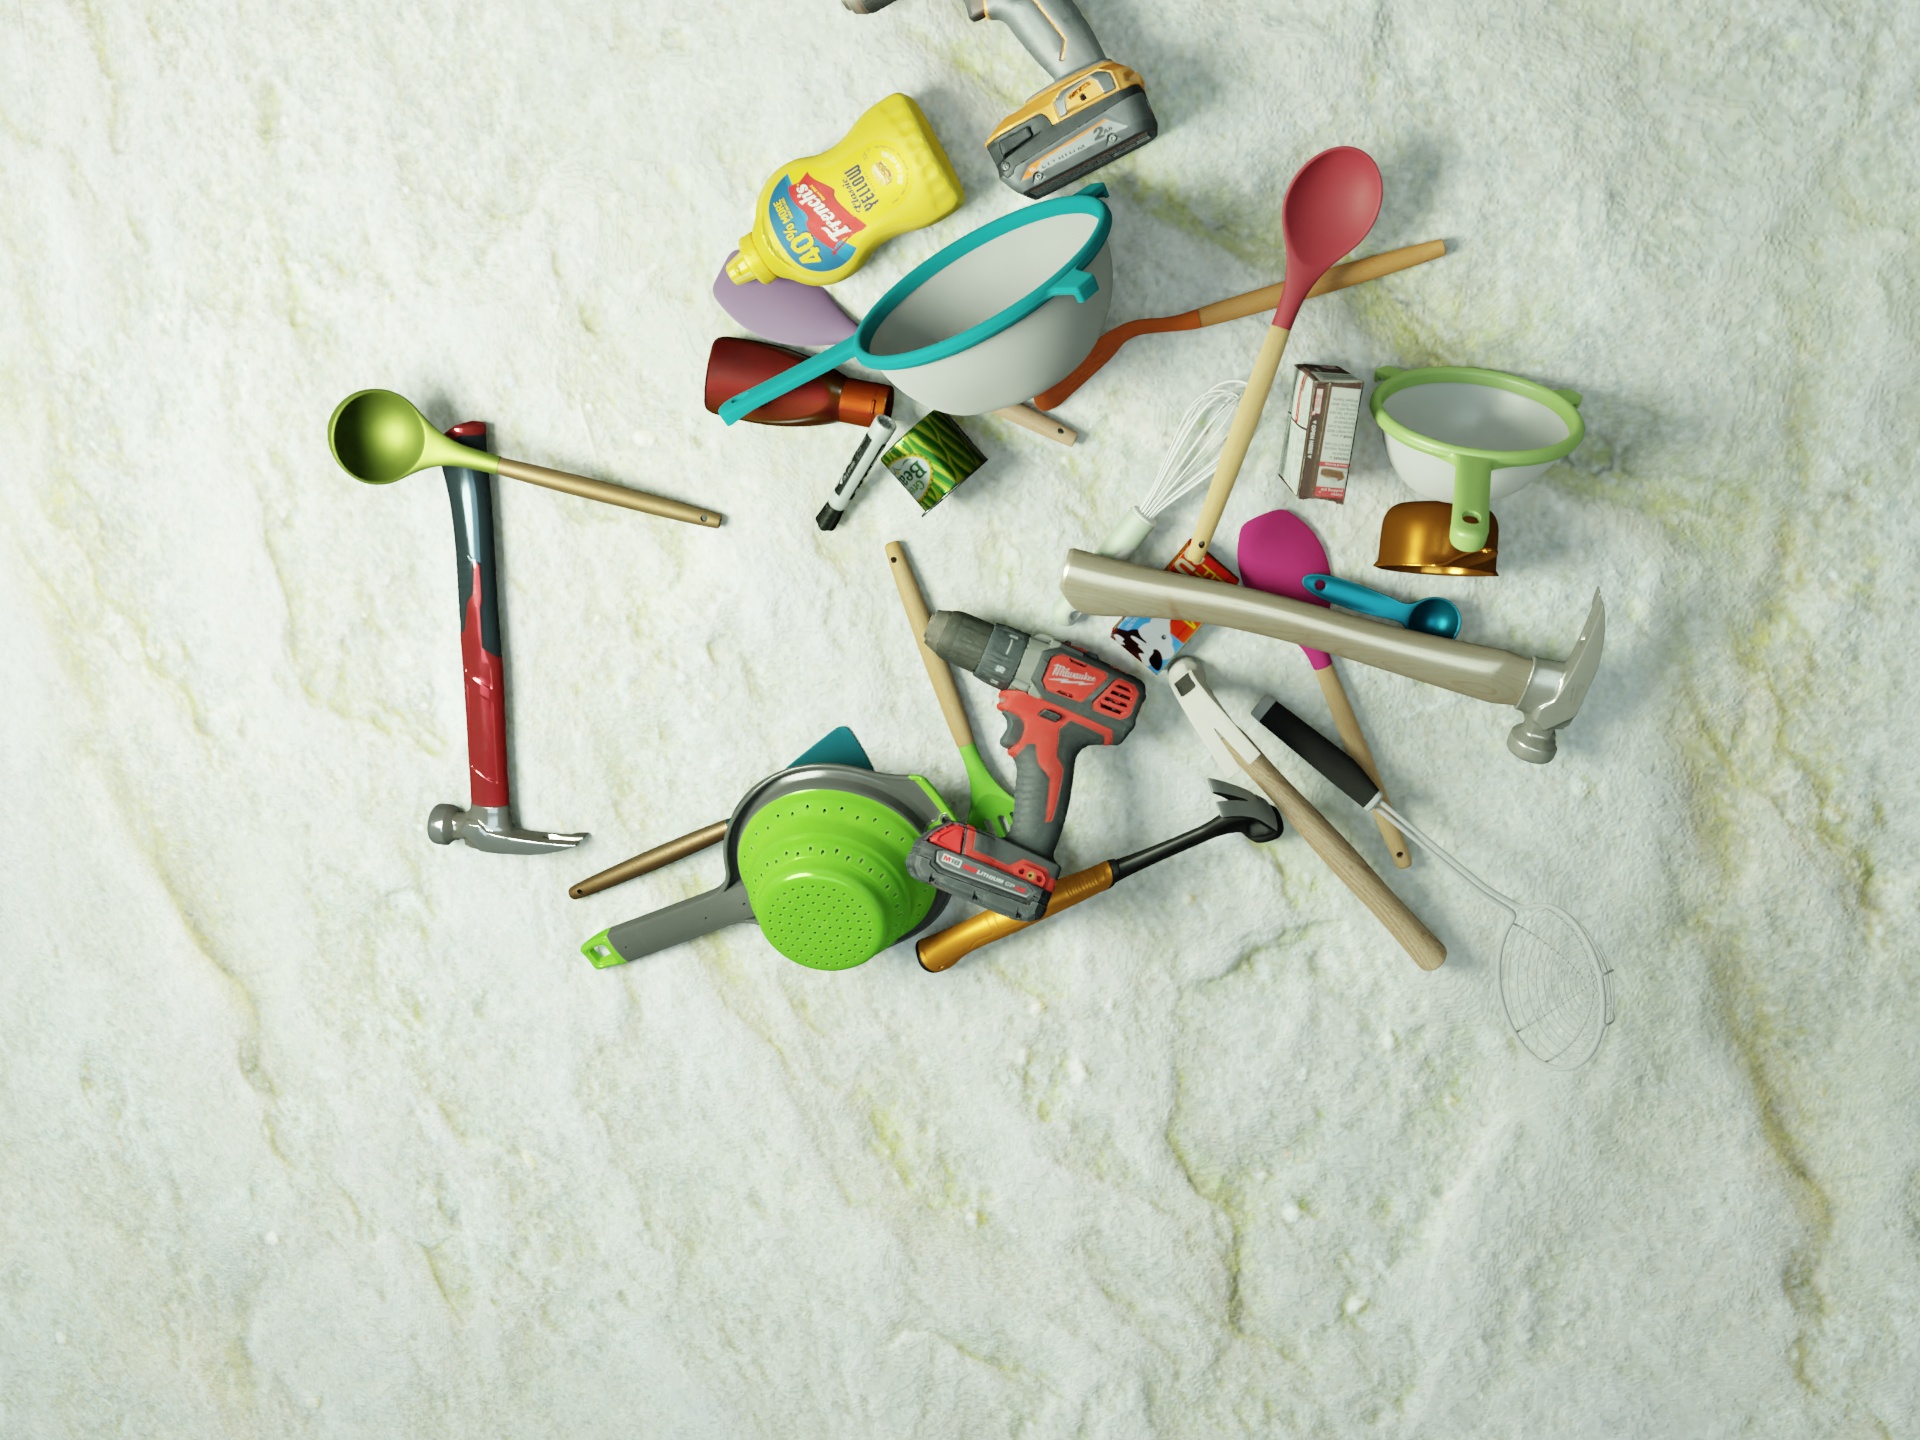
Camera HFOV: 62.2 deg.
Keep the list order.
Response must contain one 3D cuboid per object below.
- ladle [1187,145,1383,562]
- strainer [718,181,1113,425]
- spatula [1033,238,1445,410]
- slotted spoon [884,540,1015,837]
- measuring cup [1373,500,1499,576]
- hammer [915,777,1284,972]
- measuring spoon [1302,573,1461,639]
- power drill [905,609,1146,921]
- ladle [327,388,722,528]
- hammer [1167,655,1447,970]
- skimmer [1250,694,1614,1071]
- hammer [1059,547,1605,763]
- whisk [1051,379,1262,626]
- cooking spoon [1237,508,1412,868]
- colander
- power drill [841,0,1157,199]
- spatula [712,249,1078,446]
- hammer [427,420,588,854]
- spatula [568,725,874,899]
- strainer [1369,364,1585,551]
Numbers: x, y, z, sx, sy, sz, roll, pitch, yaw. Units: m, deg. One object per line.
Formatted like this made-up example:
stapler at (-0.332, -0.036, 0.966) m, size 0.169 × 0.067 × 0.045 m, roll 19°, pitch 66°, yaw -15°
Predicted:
ladle at (0.230, -0.265, 1.179) m, size 0.069 × 0.031 × 0.315 m, roll 18°, pitch 105°, yaw -6°
strainer at (-0.022, -0.269, 1.200) m, size 0.340 × 0.211 × 0.095 m, roll -21°, pitch 122°, yaw 23°
spatula at (0.207, -0.303, 1.207) m, size 0.322 × 0.081 × 0.041 m, roll -15°, pitch 88°, yaw 9°
slotted spoon at (-0.002, -0.004, 1.349) m, size 0.070 × 0.031 × 0.313 m, roll -16°, pitch 101°, yaw 23°
measuring cup at (0.363, -0.138, 1.165) m, size 0.095 × 0.173 × 0.052 m, roll 5°, pitch 90°, yaw 1°
hammer at (0.101, 0.138, 1.340) m, size 0.337 × 0.127 × 0.034 m, roll -27°, pitch 65°, yaw 22°
measuring spoon at (0.333, -0.093, 1.262) m, size 0.128 × 0.021 × 0.042 m, roll 19°, pitch 106°, yaw 5°
power drill at (0.029, 0.032, 1.289) m, size 0.188 × 0.080 × 0.227 m, roll 23°, pitch 82°, yaw -3°
ladle at (-0.355, -0.202, 1.310) m, size 0.320 × 0.062 × 0.078 m, roll 14°, pitch 101°, yaw -7°
hammer at (0.286, 0.086, 1.289) m, size 0.031 × 0.130 × 0.331 m, roll -41°, pitch 105°, yaw 13°
skimmer at (0.360, 0.120, 1.254) m, size 0.363 × 0.090 × 0.127 m, roll 41°, pitch 147°, yaw 10°
hammer at (0.282, -0.079, 1.235) m, size 0.410 × 0.038 × 0.146 m, roll 14°, pitch 124°, yaw 4°
whisk at (0.151, -0.168, 1.261) m, size 0.246 × 0.057 × 0.059 m, roll -51°, pitch 58°, yaw 24°
cooking spoon at (0.304, -0.021, 1.291) m, size 0.069 × 0.017 × 0.318 m, roll -22°, pitch 101°, yaw 17°
colander at (-0.180, 0.172, 1.381) m, size 0.397 × 0.095 × 0.204 m, roll -22°, pitch 118°, yaw 22°
power drill at (0.026, -0.500, 1.164) m, size 0.185 × 0.084 × 0.226 m, roll -23°, pitch 97°, yaw 17°
spatula at (-0.052, -0.289, 1.271) m, size 0.316 × 0.018 × 0.060 m, roll 25°, pitch 85°, yaw 1°
hammer at (-0.407, -0.066, 1.398) m, size 0.143 × 0.038 × 0.386 m, roll 4°, pitch 108°, yaw 8°
spatula at (-0.221, 0.101, 1.425) m, size 0.317 × 0.044 × 0.082 m, roll -23°, pitch 103°, yaw 21°
strainer at (0.358, -0.169, 1.125) m, size 0.151 × 0.256 × 0.069 m, roll 10°, pitch 129°, yaw 12°
